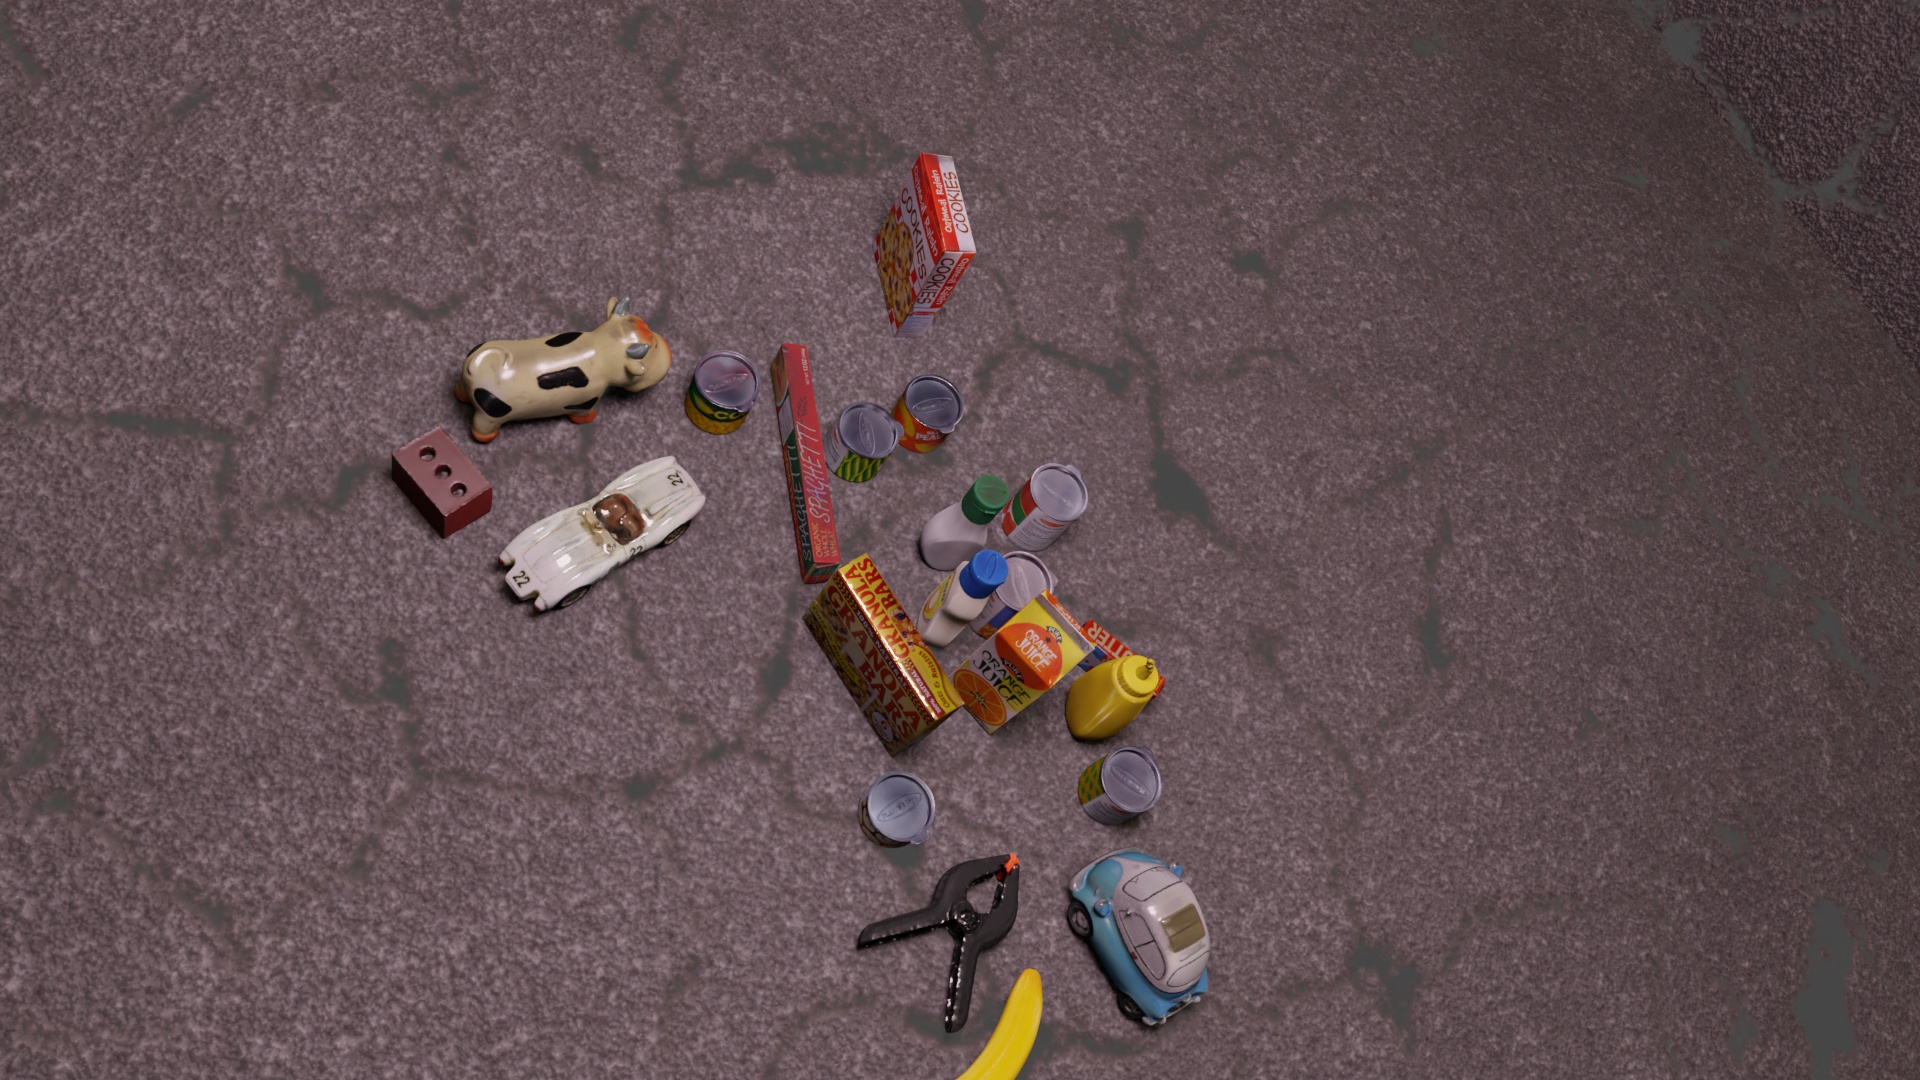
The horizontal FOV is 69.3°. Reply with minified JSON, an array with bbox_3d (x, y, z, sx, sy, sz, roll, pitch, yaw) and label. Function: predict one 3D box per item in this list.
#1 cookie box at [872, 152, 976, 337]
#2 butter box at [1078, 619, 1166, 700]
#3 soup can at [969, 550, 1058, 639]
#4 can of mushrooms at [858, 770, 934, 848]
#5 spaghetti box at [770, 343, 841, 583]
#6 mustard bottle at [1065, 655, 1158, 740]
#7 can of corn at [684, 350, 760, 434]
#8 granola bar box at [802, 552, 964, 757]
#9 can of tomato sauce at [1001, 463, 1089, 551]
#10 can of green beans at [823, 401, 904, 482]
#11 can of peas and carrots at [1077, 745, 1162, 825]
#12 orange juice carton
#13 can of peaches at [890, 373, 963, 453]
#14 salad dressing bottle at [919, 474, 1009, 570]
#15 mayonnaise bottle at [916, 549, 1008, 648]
[{"bbox_3d":[-0.042,-0.315,1.495,0.040,0.166,0.123,-4,68,-24],"label":"cookie box"},{"bbox_3d":[0.157,0.128,1.431,0.103,0.053,0.024,39,57,-1],"label":"butter box"},{"bbox_3d":[0.050,0.057,1.402,0.071,0.083,0.071,9,63,-19],"label":"soup can"},{"bbox_3d":[-0.059,0.253,1.291,0.071,0.033,0.071,9,63,-19],"label":"can of mushrooms"},{"bbox_3d":[-0.158,-0.079,1.401,0.029,0.050,0.251,-1,66,-23],"label":"spaghetti box"},{"bbox_3d":[0.154,0.148,1.357,0.049,0.159,0.065,4,65,-21],"label":"mustard bottle"},{"bbox_3d":[-0.238,-0.146,1.395,0.071,0.058,0.071,9,63,-19],"label":"can of corn"},{"bbox_3d":[-0.076,0.110,1.299,0.039,0.123,0.165,-28,79,-31],"label":"granola bar box"},{"bbox_3d":[0.089,-0.036,1.464,0.071,0.082,0.071,9,63,-19],"label":"can of tomato sauce"},{"bbox_3d":[-0.103,-0.101,1.430,0.071,0.057,0.071,9,63,-19],"label":"can of green beans"},{"bbox_3d":[0.158,0.241,1.373,0.071,0.058,0.071,9,63,-19],"label":"can of peas and carrots"},{"bbox_3d":[0.062,0.110,1.317,0.072,0.191,0.073,48,58,4],"label":"orange juice carton"},{"bbox_3d":[-0.036,-0.132,1.473,0.071,0.057,0.071,9,63,-19],"label":"can of peaches"},{"bbox_3d":[0.005,-0.017,1.382,0.064,0.147,0.044,6,64,-20],"label":"salad dressing bottle"},{"bbox_3d":[0.002,0.053,1.346,0.041,0.147,0.065,24,59,-11],"label":"mayonnaise bottle"}]
